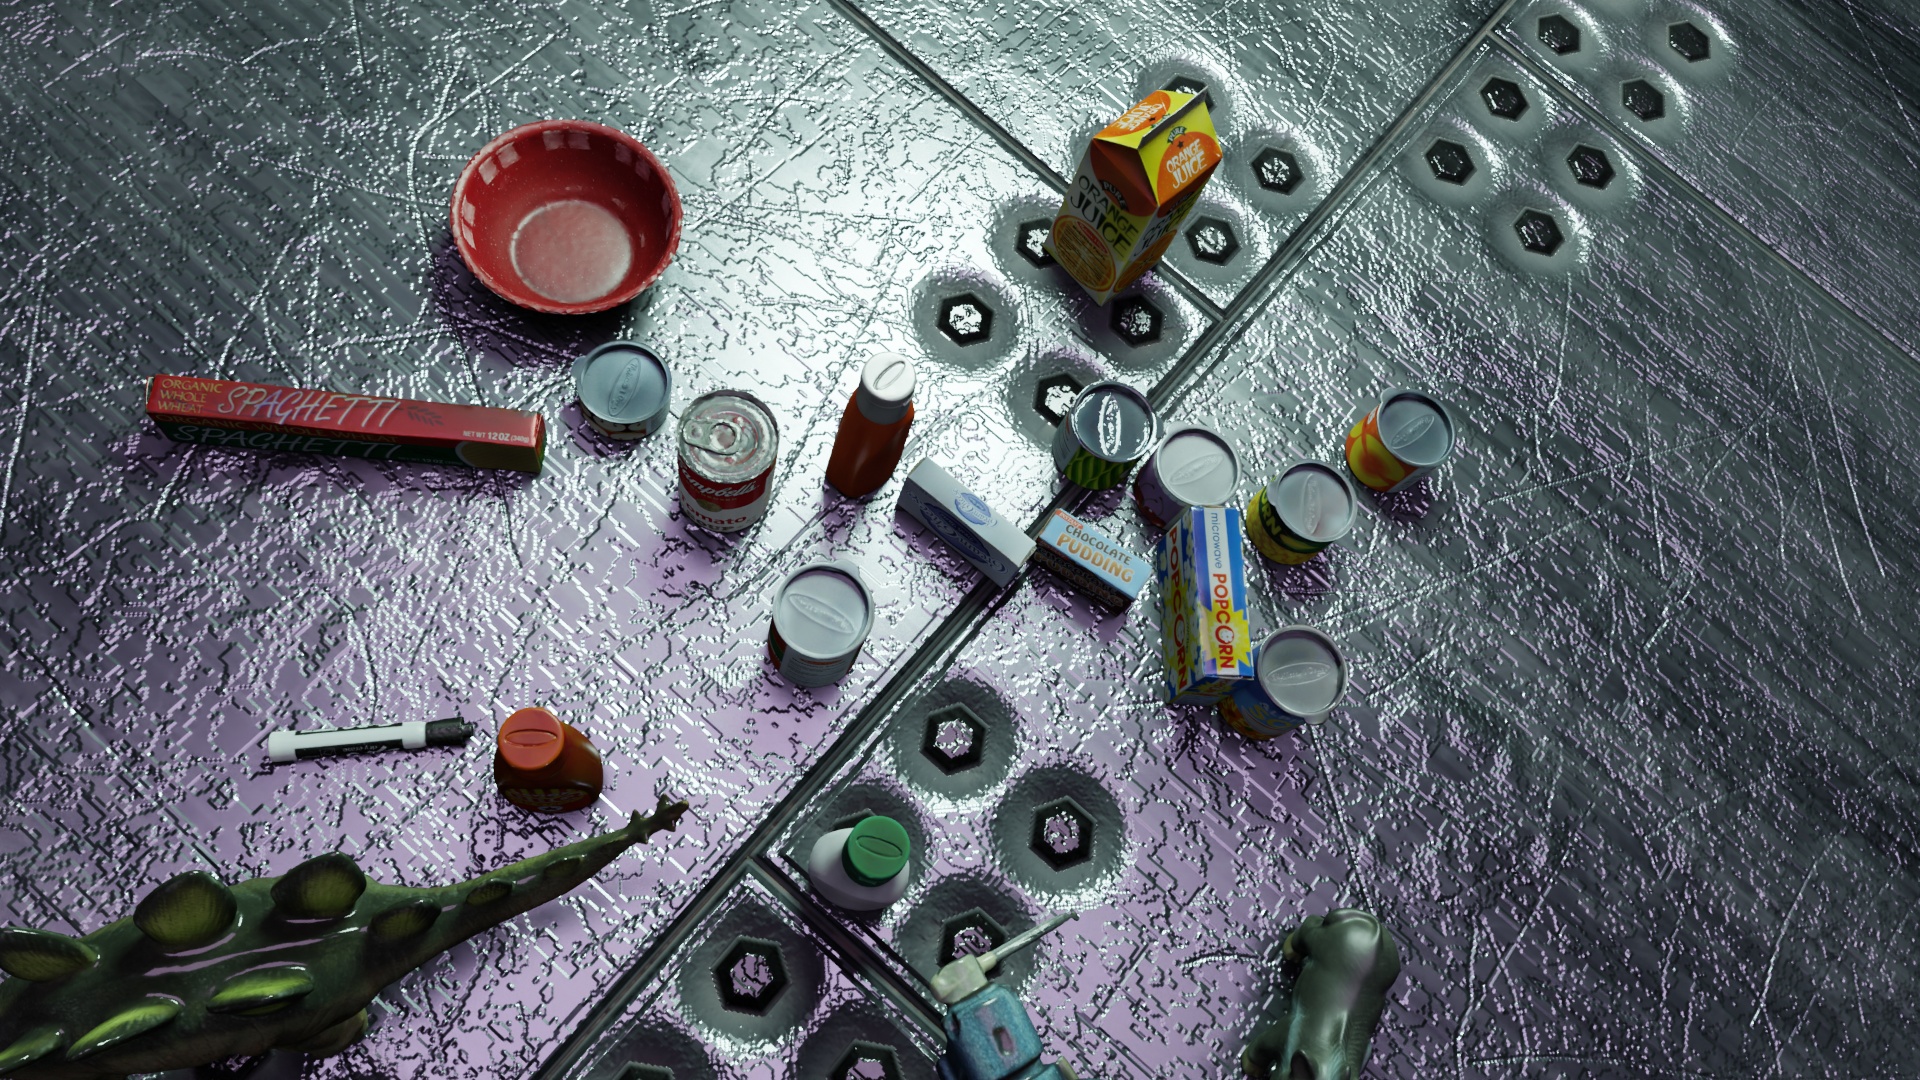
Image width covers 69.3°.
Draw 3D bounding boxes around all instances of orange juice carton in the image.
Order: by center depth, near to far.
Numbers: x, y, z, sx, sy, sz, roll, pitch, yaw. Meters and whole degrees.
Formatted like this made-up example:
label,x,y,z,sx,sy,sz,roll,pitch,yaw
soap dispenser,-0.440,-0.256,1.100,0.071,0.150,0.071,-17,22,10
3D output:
label,x,y,z,sx,sy,sz,roll,pitch,yaw
orange juice carton,0.131,-0.263,1.041,0.072,0.192,0.073,-40,82,-21

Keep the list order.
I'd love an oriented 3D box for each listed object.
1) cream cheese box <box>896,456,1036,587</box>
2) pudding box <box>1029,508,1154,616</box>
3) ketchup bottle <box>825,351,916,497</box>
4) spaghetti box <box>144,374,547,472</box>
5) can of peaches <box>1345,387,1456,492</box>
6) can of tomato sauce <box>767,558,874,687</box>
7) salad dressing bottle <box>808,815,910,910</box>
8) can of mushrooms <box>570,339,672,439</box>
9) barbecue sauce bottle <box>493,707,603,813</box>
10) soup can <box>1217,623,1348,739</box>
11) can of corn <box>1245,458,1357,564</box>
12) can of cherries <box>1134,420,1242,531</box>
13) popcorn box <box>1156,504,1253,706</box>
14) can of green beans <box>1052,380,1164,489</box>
label,x,y,z,sx,sy,sz,roll,pitch,yaw
cream cheese box,0.004,-0.013,0.999,0.104,0.053,0.024,39,68,4
pudding box,0.093,0.016,1.008,0.084,0.049,0.030,33,68,2
ketchup bottle,-0.058,-0.081,0.960,0.043,0.148,0.065,42,68,5
spaghetti box,-0.412,-0.078,0.942,0.250,0.050,0.029,5,70,-10
can of peaches,0.343,-0.079,1.088,0.071,0.058,0.071,4,70,-10
can of tomato sauce,-0.095,0.056,0.938,0.071,0.082,0.071,4,70,-10
salad dressing bottle,-0.059,0.199,0.858,0.064,0.147,0.044,20,68,-4
can of mushrooms,-0.243,-0.108,0.996,0.071,0.033,0.071,4,70,-10
barbecue sauce bottle,-0.253,0.134,0.843,0.065,0.148,0.044,1,70,-11
soup can,0.226,0.104,0.984,0.071,0.083,0.071,4,70,-10
can of corn,0.254,-0.021,1.049,0.071,0.058,0.071,4,70,-10
can of cherries,0.169,-0.048,1.042,0.071,0.058,0.072,4,70,-10
popcorn box,0.173,0.048,0.993,0.038,0.085,0.127,3,70,-10
can of green beans,0.107,-0.078,1.041,0.071,0.057,0.071,4,70,-10
